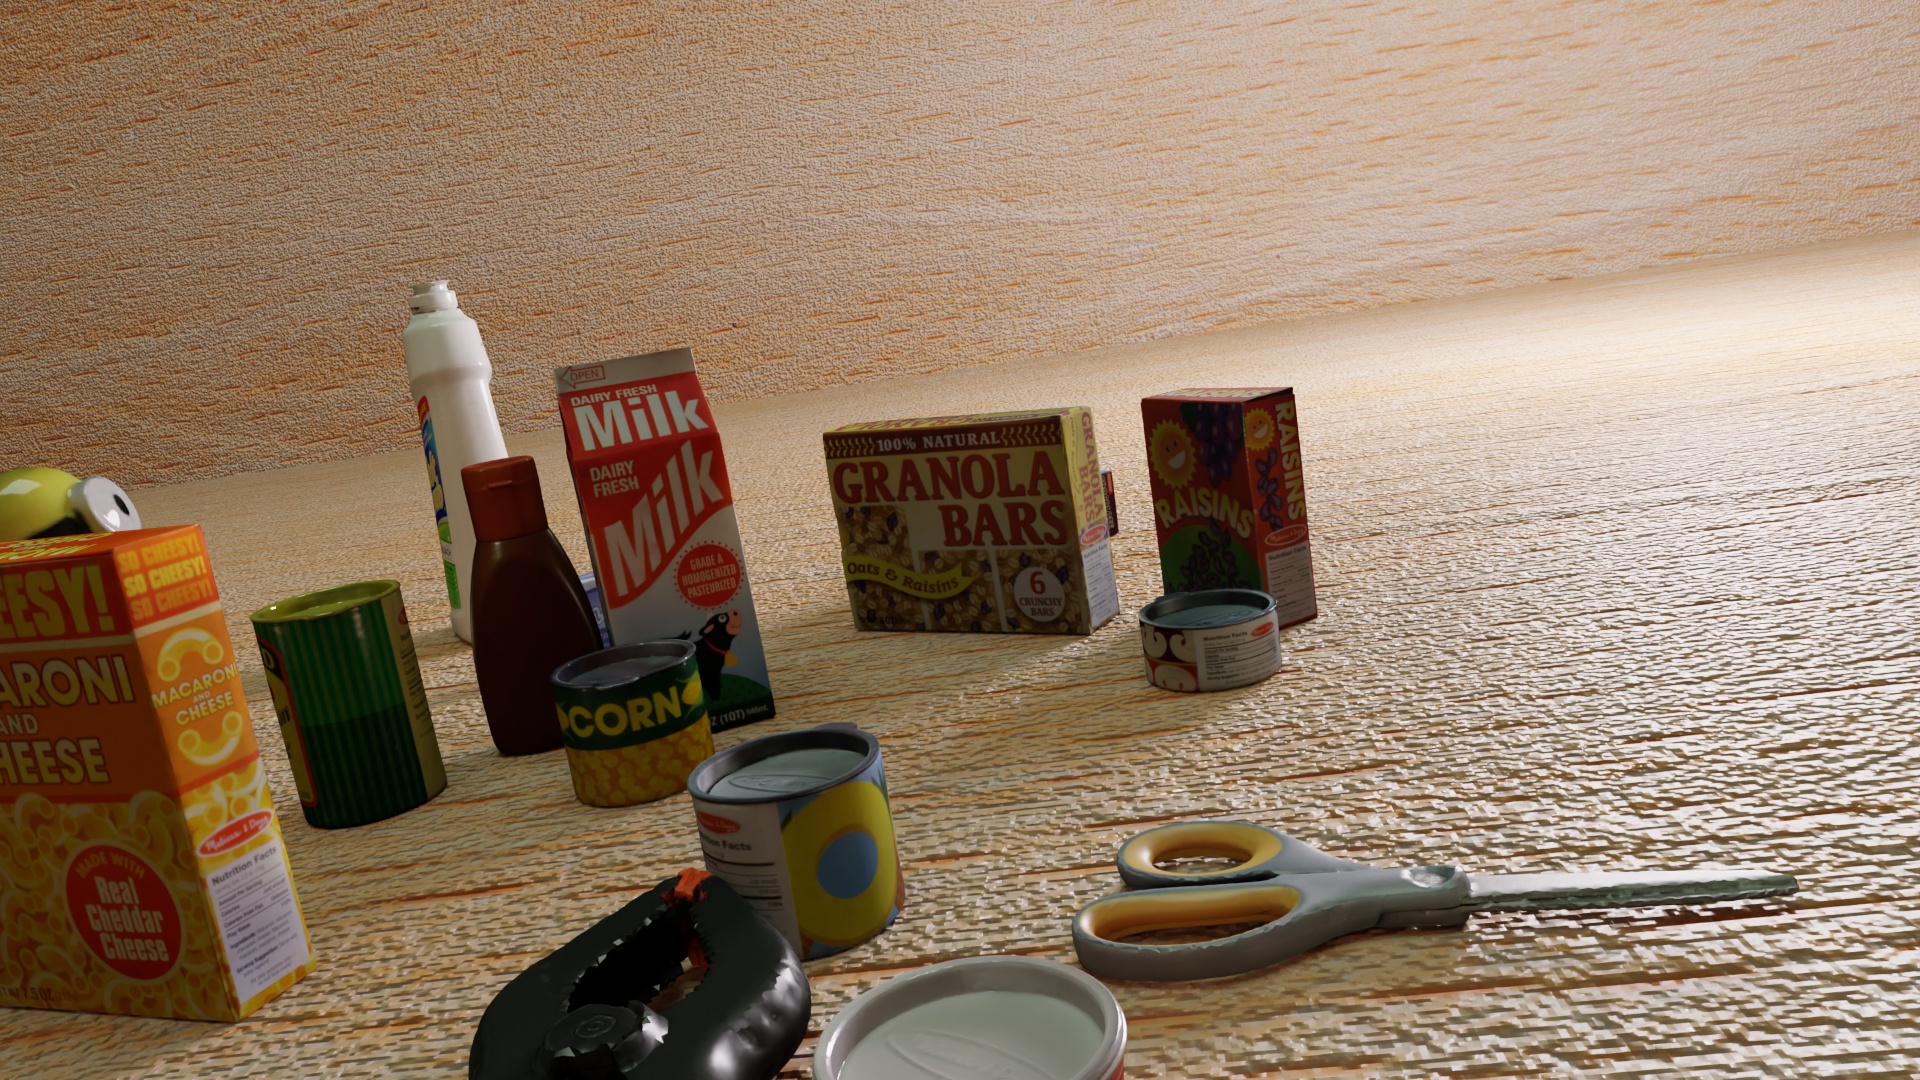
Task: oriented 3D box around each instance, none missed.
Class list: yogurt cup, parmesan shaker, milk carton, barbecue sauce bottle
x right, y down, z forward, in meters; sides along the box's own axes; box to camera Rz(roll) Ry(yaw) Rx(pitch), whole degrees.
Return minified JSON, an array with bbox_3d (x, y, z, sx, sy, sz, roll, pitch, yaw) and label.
[{"bbox_3d":[0.005,0.131,0.302,0.072,0.053,0.072,-9,11,2],"label":"yogurt cup"},{"bbox_3d":[-0.289,0.077,0.659,0.071,0.103,0.071,-9,11,2],"label":"parmesan shaker"},{"bbox_3d":[-0.153,0.001,0.708,0.072,0.190,0.073,-13,12,-17],"label":"milk carton"},{"bbox_3d":[-0.222,0.032,0.714,0.065,0.148,0.044,-12,11,-15],"label":"barbecue sauce bottle"}]

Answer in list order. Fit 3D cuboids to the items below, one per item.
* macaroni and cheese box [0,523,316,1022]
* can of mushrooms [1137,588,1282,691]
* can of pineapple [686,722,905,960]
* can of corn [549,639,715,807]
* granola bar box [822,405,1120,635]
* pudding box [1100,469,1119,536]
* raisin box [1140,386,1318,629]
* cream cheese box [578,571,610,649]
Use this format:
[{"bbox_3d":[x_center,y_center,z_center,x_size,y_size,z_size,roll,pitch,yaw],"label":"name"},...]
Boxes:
[{"bbox_3d":[-0.306,0.083,0.489,0.123,0.166,0.040,-5,12,21],"label":"macaroni and cheese box"},{"bbox_3d":[0.119,0.047,0.670,0.071,0.033,0.071,-9,11,2],"label":"can of mushrooms"},{"bbox_3d":[-0.054,0.102,0.476,0.071,0.057,0.071,-9,11,2],"label":"can of pineapple"},{"bbox_3d":[-0.149,0.083,0.636,0.071,0.058,0.071,-9,11,2],"label":"can of corn"},{"bbox_3d":[0.003,-0.010,0.806,0.165,0.124,0.039,-1,13,33],"label":"granola bar box"},{"bbox_3d":[0.077,-0.028,1.022,0.030,0.049,0.083,-16,13,-32],"label":"pudding box"},{"bbox_3d":[0.144,-0.019,0.745,0.040,0.123,0.086,-15,13,-28],"label":"raisin box"},{"bbox_3d":[-0.230,0.047,0.885,0.104,0.053,0.024,-17,14,-34],"label":"cream cheese box"}]
